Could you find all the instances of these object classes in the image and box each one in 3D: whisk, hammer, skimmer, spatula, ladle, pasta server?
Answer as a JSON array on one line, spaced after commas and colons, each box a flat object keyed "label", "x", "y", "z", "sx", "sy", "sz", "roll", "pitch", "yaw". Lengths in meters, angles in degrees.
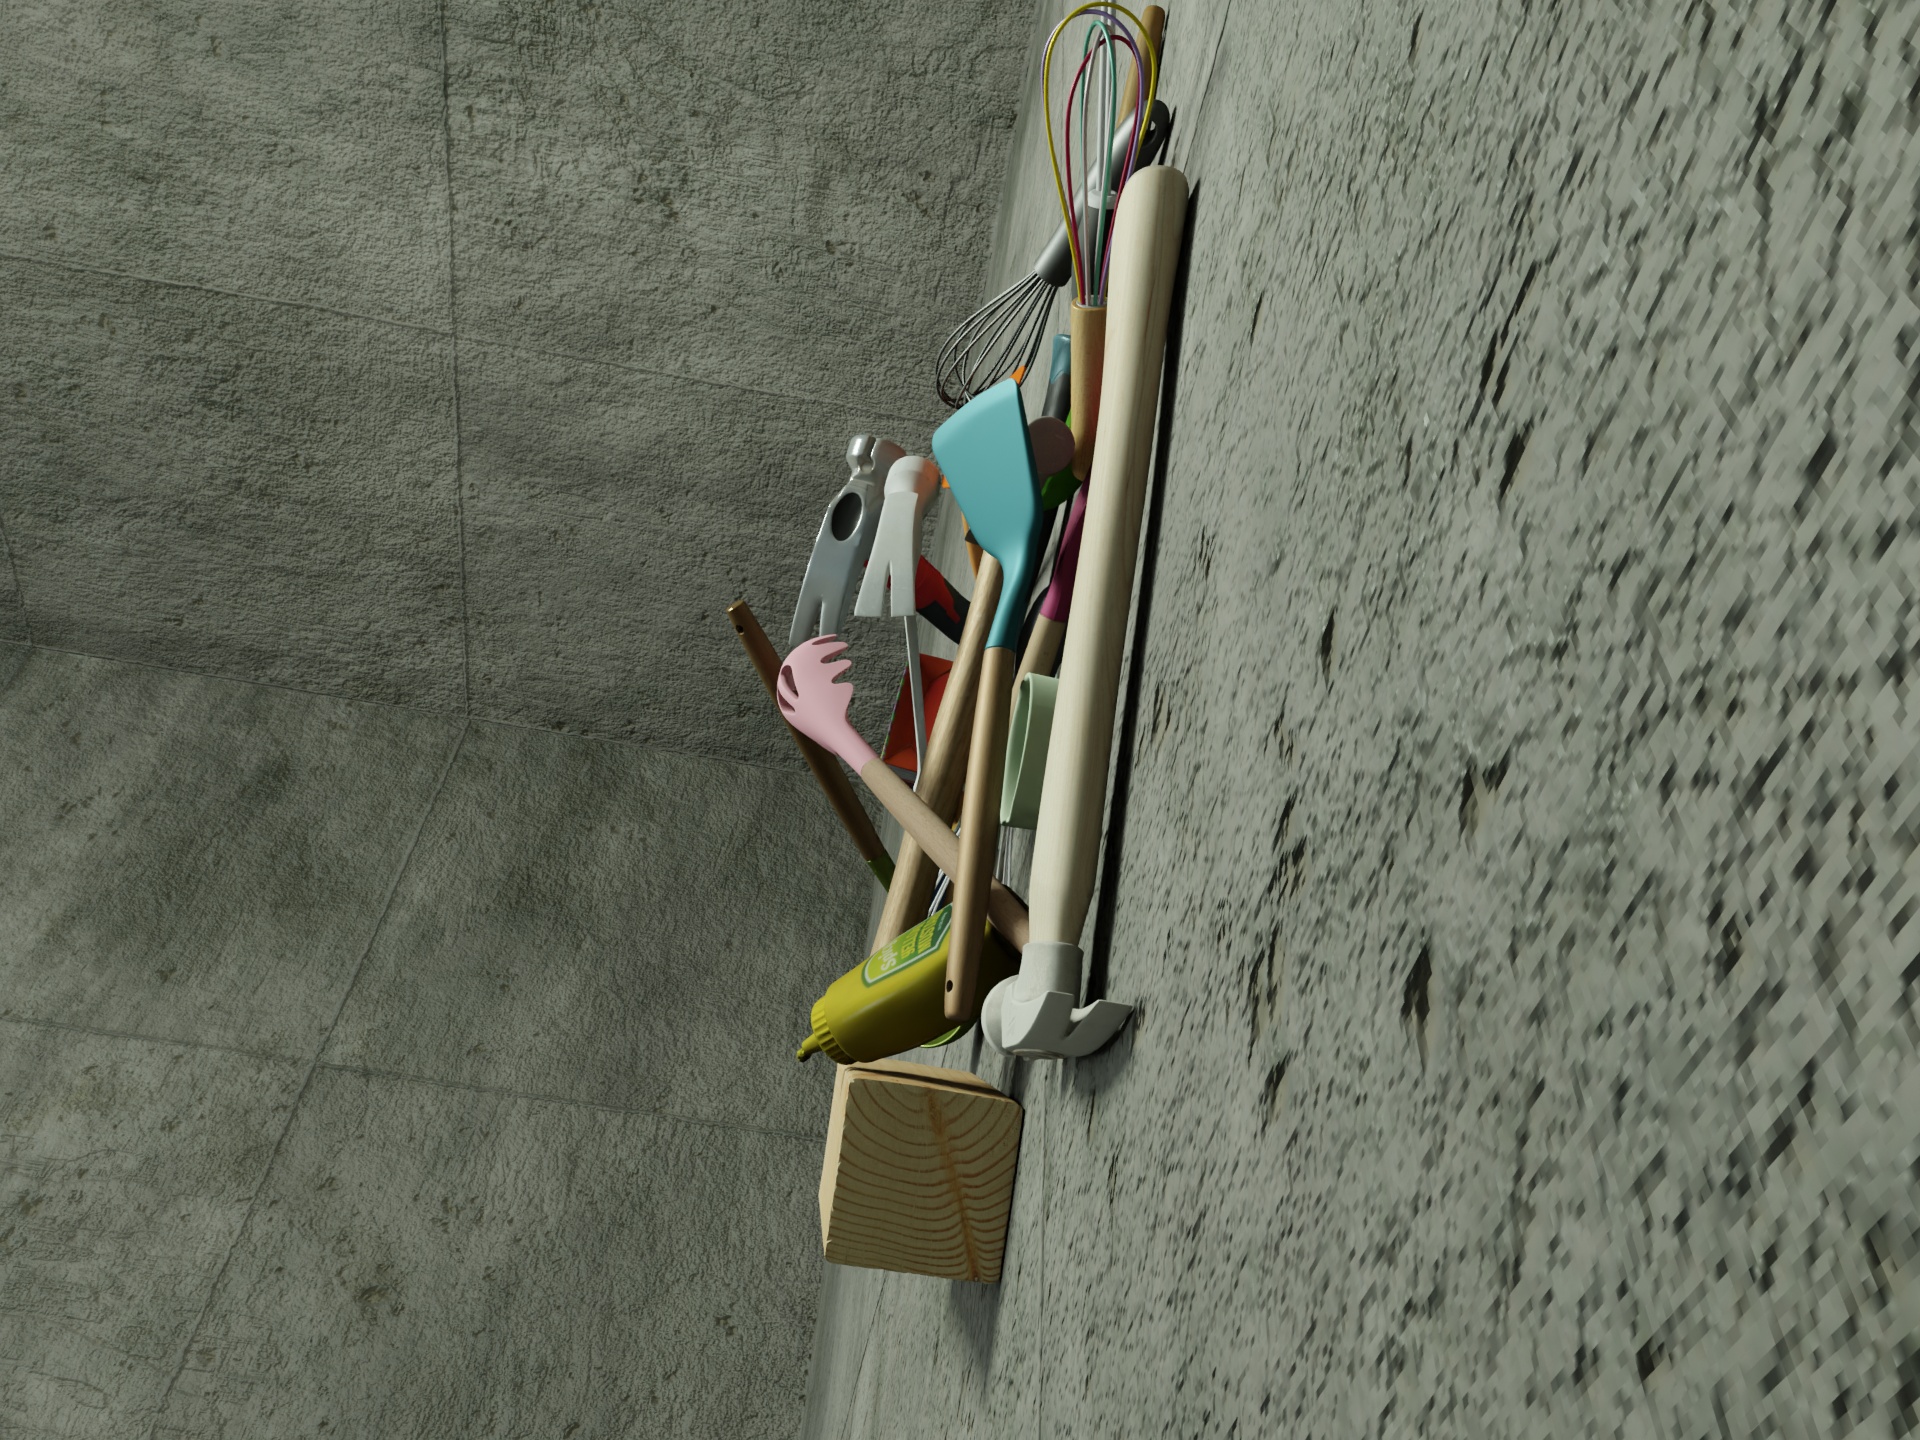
[{"label": "whisk", "x": 0.071, "y": -0.232, "z": 0.805, "sx": 0.051, "sy": 0.047, "sz": 0.244, "roll": 49, "pitch": 150, "yaw": 47}, {"label": "hammer", "x": -0.032, "y": -0.084, "z": 1.184, "sx": 0.386, "sy": 0.038, "sz": 0.143, "roll": 34, "pitch": -107, "yaw": -74}, {"label": "hammer", "x": 0.040, "y": -0.098, "z": 1.069, "sx": 0.128, "sy": 0.033, "sz": 0.330, "roll": -104, "pitch": 24, "yaw": -63}, {"label": "skimmer", "x": 0.104, "y": -0.329, "z": 0.812, "sx": 0.127, "sy": 0.090, "sz": 0.363, "roll": -107, "pitch": 14, "yaw": -56}, {"label": "whisk", "x": 0.021, "y": 0.051, "z": 0.941, "sx": 0.070, "sy": 0.070, "sz": 0.284, "roll": -91, "pitch": 17, "yaw": -69}, {"label": "hammer", "x": -0.026, "y": 0.040, "z": 1.052, "sx": 0.144, "sy": 0.035, "sz": 0.405, "roll": -80, "pitch": -12, "yaw": -54}, {"label": "whisk", "x": 0.051, "y": -0.267, "z": 0.938, "sx": 0.239, "sy": 0.055, "sz": 0.055, "roll": -50, "pitch": 25, "yaw": 43}, {"label": "spatula", "x": 0.017, "y": -0.140, "z": 1.071, "sx": 0.322, "sy": 0.041, "sz": 0.081, "roll": 74, "pitch": -141, "yaw": -75}, {"label": "ladle", "x": -0.072, "y": 0.070, "z": 1.005, "sx": 0.320, "sy": 0.078, "sz": 0.062, "roll": 62, "pitch": -142, "yaw": -19}, {"label": "spatula", "x": 0.007, "y": -0.012, "z": 0.785, "sx": 0.082, "sy": 0.044, "sz": 0.318, "roll": -23, "pitch": 55, "yaw": 54}, {"label": "hammer", "x": -0.001, "y": -0.003, "z": 0.900, "sx": 0.130, "sy": 0.031, "sz": 0.331, "roll": -171, "pitch": 96, "yaw": -82}, {"label": "pasta server", "x": -0.028, "y": 0.039, "z": 0.849, "sx": 0.317, "sy": 0.040, "sz": 0.060, "roll": 43, "pitch": 127, "yaw": 47}, {"label": "hammer", "x": 0.065, "y": -0.062, "z": 0.691, "sx": 0.146, "sy": 0.038, "sz": 0.411, "roll": 119, "pitch": 160, "yaw": -74}]

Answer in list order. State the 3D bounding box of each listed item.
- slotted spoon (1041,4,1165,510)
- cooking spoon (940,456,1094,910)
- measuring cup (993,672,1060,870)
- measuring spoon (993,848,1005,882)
[{"label": "slotted spoon", "x": 0.087, "y": -0.275, "z": 0.953, "sx": 0.070, "sy": 0.031, "sz": 0.314, "roll": 180, "pitch": 102, "yaw": -83}, {"label": "cooking spoon", "x": 0.042, "y": -0.031, "z": 0.851, "sx": 0.069, "sy": 0.017, "sz": 0.318, "roll": -81, "pitch": 9, "yaw": -73}, {"label": "measuring cup", "x": 0.038, "y": 0.043, "z": 0.811, "sx": 0.167, "sy": 0.038, "sz": 0.083, "roll": 102, "pitch": 176, "yaw": -53}, {"label": "measuring spoon", "x": 0.018, "y": 0.133, "z": 1.070, "sx": 0.034, "sy": 0.018, "sz": 0.124, "roll": -86, "pitch": 0, "yaw": -53}]
